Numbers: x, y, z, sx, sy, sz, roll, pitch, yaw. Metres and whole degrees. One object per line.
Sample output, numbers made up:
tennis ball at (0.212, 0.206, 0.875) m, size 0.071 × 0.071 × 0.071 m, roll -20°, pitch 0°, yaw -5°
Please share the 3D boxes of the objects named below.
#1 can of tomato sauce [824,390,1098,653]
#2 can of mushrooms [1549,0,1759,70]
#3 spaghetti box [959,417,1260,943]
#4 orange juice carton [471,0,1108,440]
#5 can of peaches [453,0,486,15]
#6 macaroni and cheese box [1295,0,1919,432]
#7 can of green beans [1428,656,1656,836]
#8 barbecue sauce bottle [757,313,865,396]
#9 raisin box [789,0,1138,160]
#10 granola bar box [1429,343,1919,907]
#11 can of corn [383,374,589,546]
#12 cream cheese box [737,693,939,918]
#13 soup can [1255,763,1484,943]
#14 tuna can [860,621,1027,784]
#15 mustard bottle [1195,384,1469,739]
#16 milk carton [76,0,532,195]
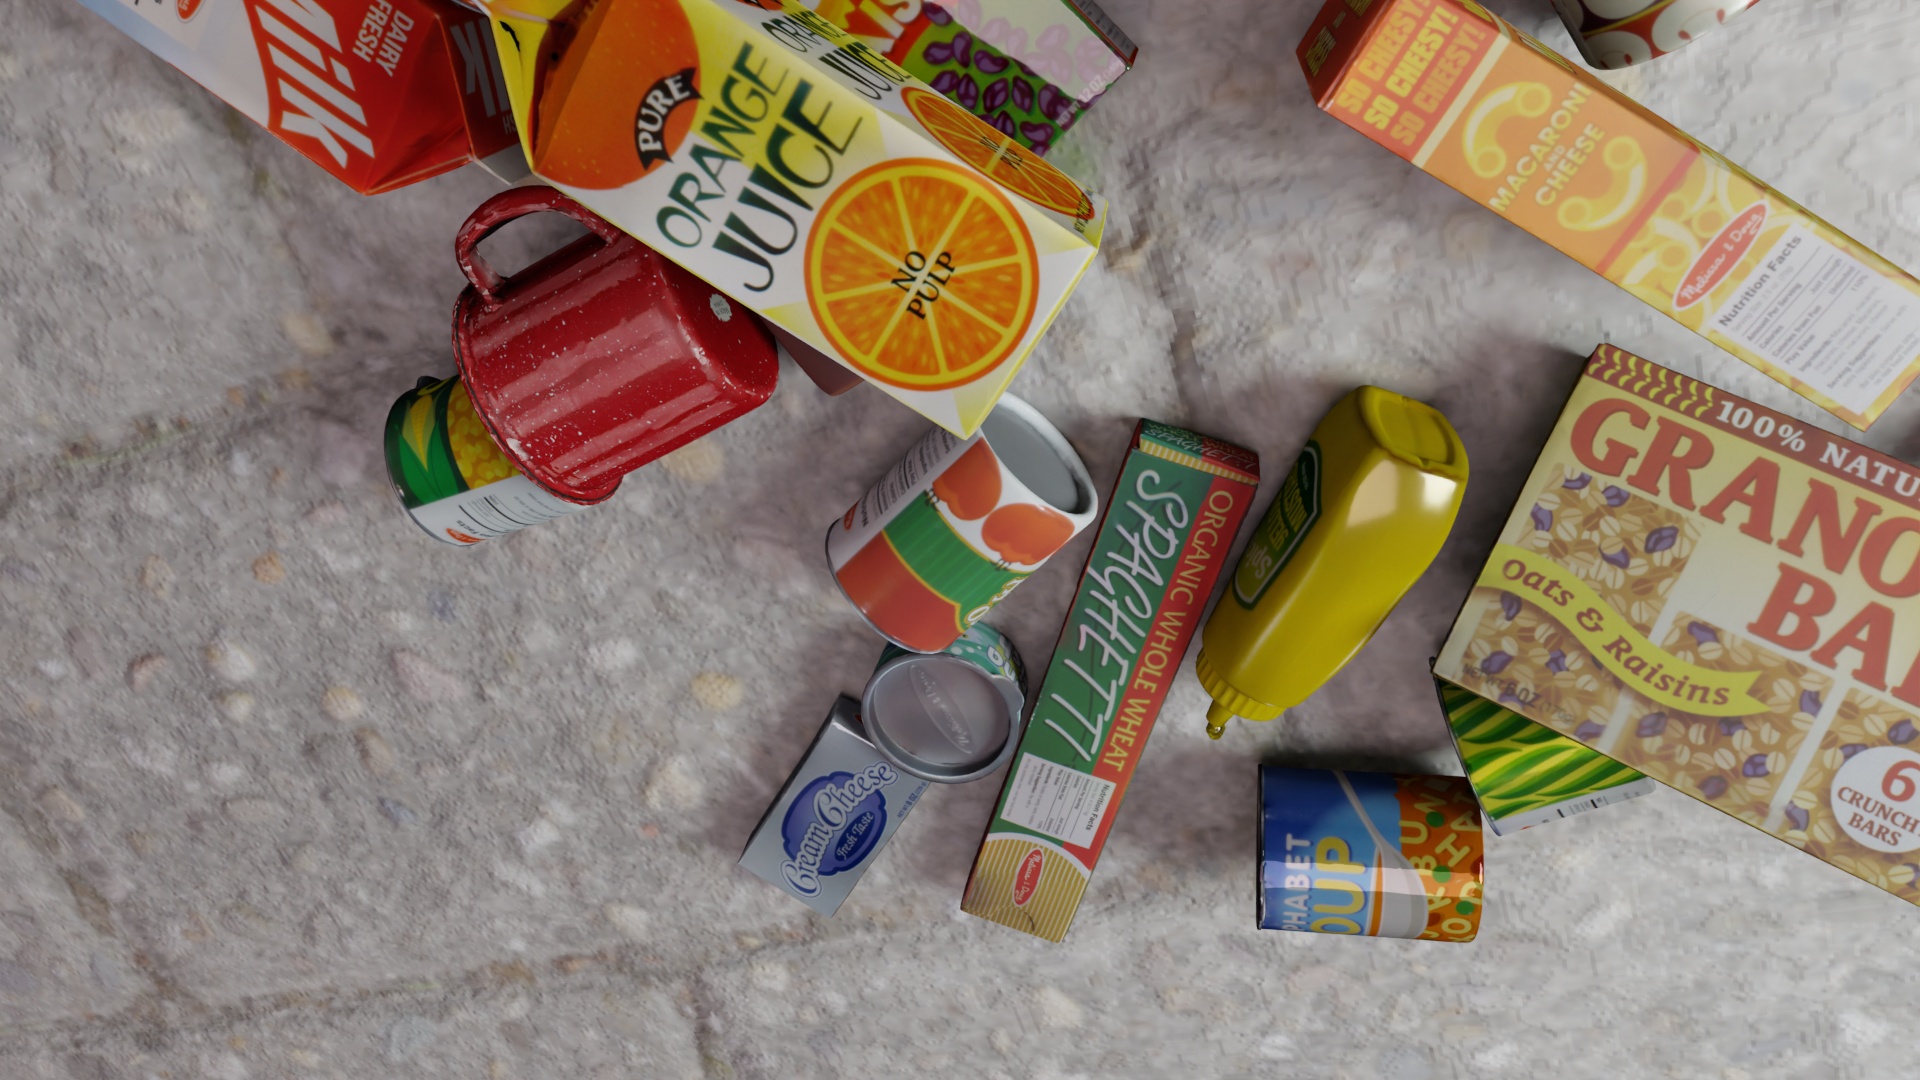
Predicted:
can of tomato sauce at (0.002, -0.007, 0.523) m, size 0.071 × 0.071 × 0.082 m, roll 42°, pitch 118°, yaw -11°
can of mushrooms at (0.204, -0.167, 0.392) m, size 0.071 × 0.071 × 0.033 m, roll -31°, pitch 109°, yaw 25°
spaghetti box at (0.057, 0.066, 0.572) m, size 0.050 × 0.029 × 0.248 m, roll 19°, pitch 120°, yaw 2°
orange juice carton at (-0.055, -0.119, 0.423) m, size 0.193 × 0.072 × 0.072 m, roll 31°, pitch 115°, yaw -7°
can of peaches at (-0.149, -0.211, 0.447) m, size 0.071 × 0.071 × 0.057 m, roll 38°, pitch 118°, yaw -9°
macaroni and cheese box at (0.180, -0.108, 0.397) m, size 0.166 × 0.124 × 0.040 m, roll 29°, pitch 117°, yaw -4°
can of green beans at (0.217, 0.070, 0.518) m, size 0.057 × 0.071 × 0.071 m, roll -23°, pitch 111°, yaw 21°
barbecue sauce bottle at (-0.068, -0.125, 0.488) m, size 0.064 × 0.044 × 0.148 m, roll -32°, pitch 107°, yaw 24°
raisin box at (-0.015, -0.171, 0.454) m, size 0.123 × 0.040 × 0.086 m, roll 43°, pitch 119°, yaw -11°
granola bar box at (0.258, 0.025, 0.451) m, size 0.166 × 0.039 × 0.124 m, roll 27°, pitch 94°, yaw 15°
can of corn at (-0.181, -0.039, 0.547) m, size 0.058 × 0.071 × 0.071 m, roll -15°, pitch 114°, yaw 19°
cream cheese box at (-0.056, 0.121, 0.628) m, size 0.053 × 0.024 × 0.103 m, roll 31°, pitch 119°, yaw -4°
soup can at (0.161, 0.127, 0.558) m, size 0.084 × 0.072 × 0.071 m, roll 1°, pitch 118°, yaw 11°
tuna can at (-0.004, 0.065, 0.582) m, size 0.071 × 0.033 × 0.070 m, roll 5°, pitch 119°, yaw 9°
mustard bottle at (0.126, 0.021, 0.514) m, size 0.049 × 0.066 × 0.159 m, roll 21°, pitch 124°, yaw -6°
milk carton at (-0.218, -0.185, 0.472) m, size 0.190 × 0.073 × 0.073 m, roll 35°, pitch 119°, yaw -6°
